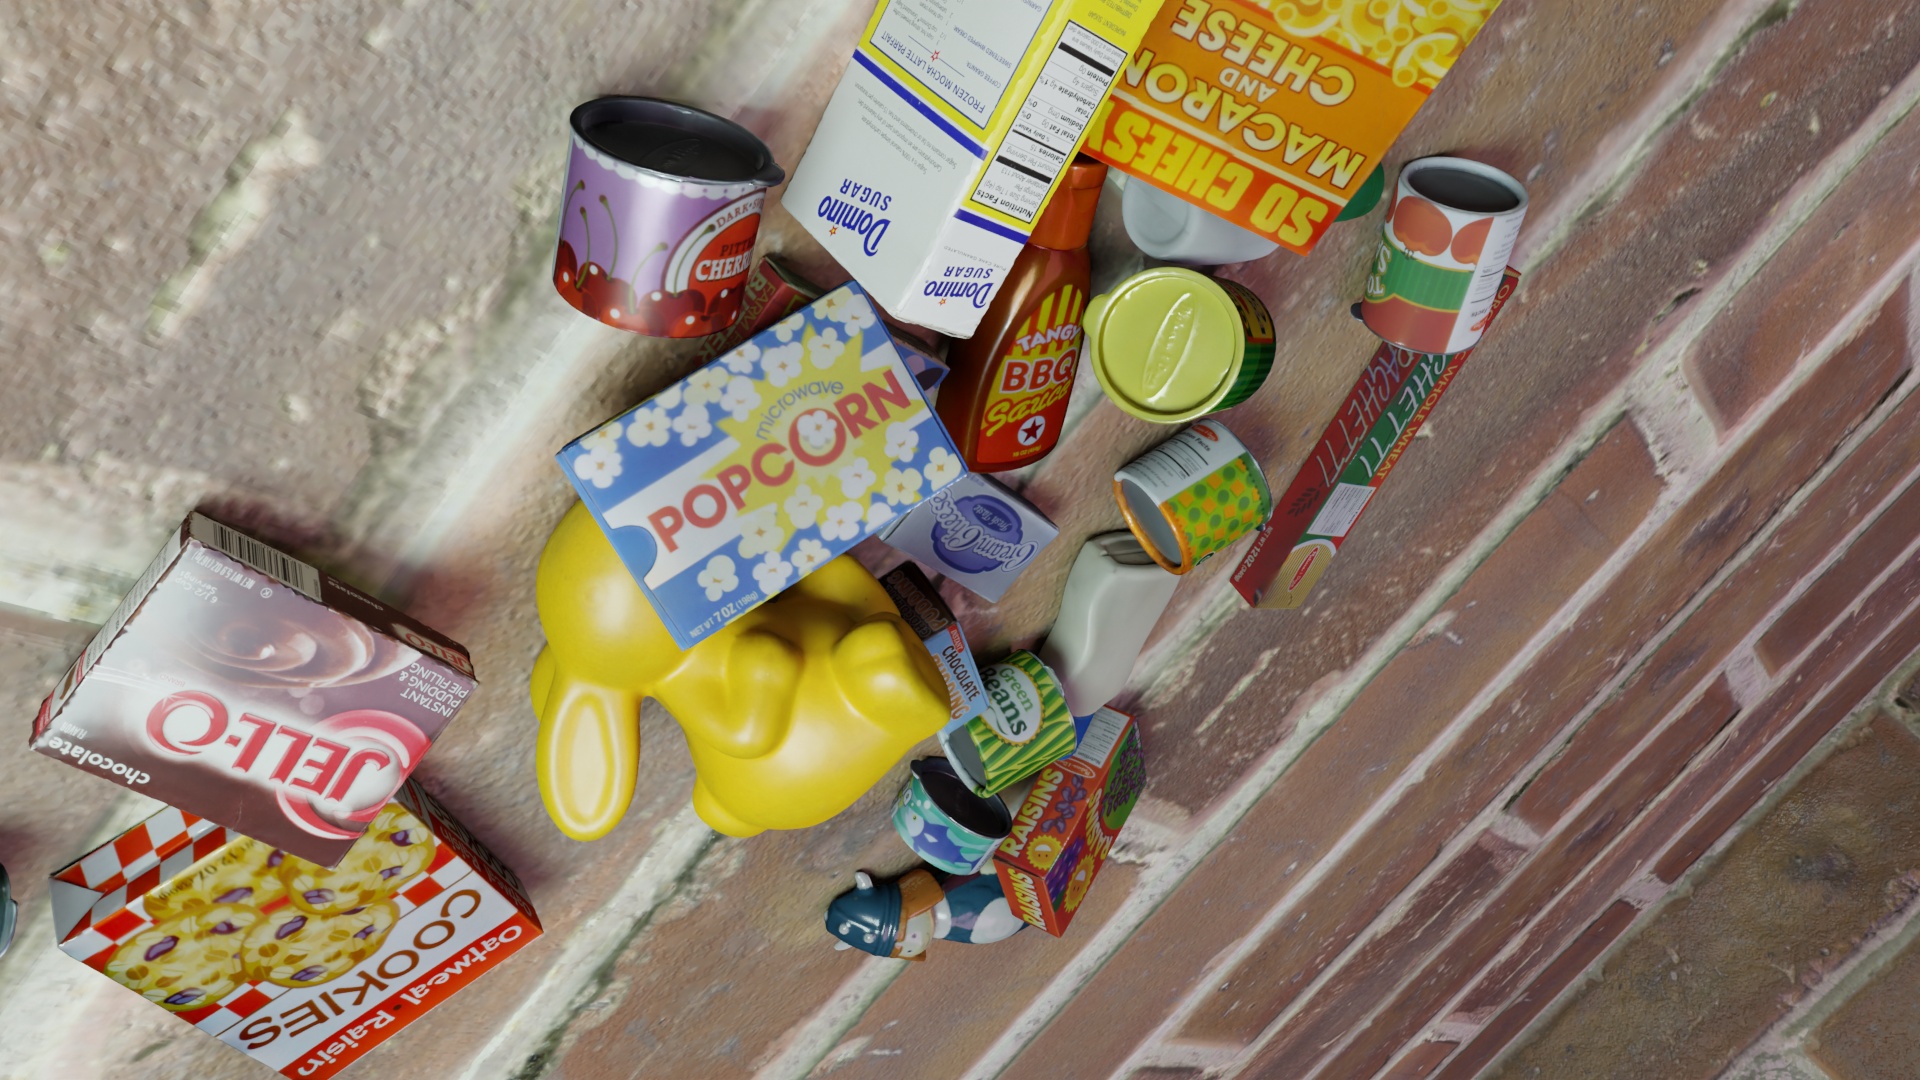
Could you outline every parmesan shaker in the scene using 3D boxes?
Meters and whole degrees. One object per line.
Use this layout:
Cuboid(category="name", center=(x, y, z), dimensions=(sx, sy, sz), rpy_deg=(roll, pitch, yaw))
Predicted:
Cuboid(category="parmesan shaker", center=(0.102, -0.091, 0.634), dimensions=(0.071, 0.071, 0.103), rpy_deg=(-57, 168, 18))

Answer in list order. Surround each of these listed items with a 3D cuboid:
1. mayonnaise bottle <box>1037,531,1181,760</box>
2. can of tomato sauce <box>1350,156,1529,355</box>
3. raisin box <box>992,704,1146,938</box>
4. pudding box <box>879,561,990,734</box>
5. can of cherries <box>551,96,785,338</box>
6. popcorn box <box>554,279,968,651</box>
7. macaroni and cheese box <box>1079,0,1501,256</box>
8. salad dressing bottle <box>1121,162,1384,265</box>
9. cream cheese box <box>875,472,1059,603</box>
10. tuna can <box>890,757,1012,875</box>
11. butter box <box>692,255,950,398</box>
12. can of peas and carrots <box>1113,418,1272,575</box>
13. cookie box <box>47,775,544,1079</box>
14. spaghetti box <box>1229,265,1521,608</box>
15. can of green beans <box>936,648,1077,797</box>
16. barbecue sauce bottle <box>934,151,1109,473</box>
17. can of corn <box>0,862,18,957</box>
Cuboid(category="mayonnaise bottle", center=(0.076, 0.064, 0.808), dimensions=(0.065, 0.041, 0.147), rpy_deg=(-5, 130, -36))
Cuboid(category="can of tomato sauce", center=(0.252, -0.151, 0.734), dimensions=(0.071, 0.071, 0.082), rpy_deg=(-20, 137, -26))
Cuboid(category="raisin box", center=(0.070, 0.173, 0.869), dimensions=(0.124, 0.040, 0.085), rpy_deg=(-55, 151, -29))
Cuboid(category="pudding box", center=(-0.015, 0.056, 0.714), dimensions=(0.030, 0.050, 0.083), rpy_deg=(-31, 141, -10))
Cuboid(category="can of cherries", center=(-0.099, -0.108, 0.467), dimensions=(0.072, 0.072, 0.058), rpy_deg=(-8, 131, -36))
Cuboid(category="popcorn box", center=(-0.072, -0.030, 0.516), dimensions=(0.127, 0.038, 0.085), rpy_deg=(-33, 103, -10))
Cuboid(category="macaroni and cheese box", center=(0.120, -0.198, 0.506), dimensions=(0.124, 0.040, 0.165), rpy_deg=(23, 138, -9))
Cuboid(category="salad dressing bottle", center=(0.138, -0.159, 0.635), dimensions=(0.148, 0.064, 0.043), rpy_deg=(-18, 145, -39))
Cuboid(category="cream cheese box", center=(0.002, -0.009, 0.687), dimensions=(0.053, 0.024, 0.103), rpy_deg=(-48, 142, 8))
Cuboid(category="tuna can", center=(-0.008, 0.159, 0.809), dimensions=(0.071, 0.071, 0.032), rpy_deg=(15, 116, -47))
Cuboid(category="butter box", center=(-0.056, -0.073, 0.576), dimensions=(0.103, 0.024, 0.053), rpy_deg=(21, 111, -49))
Cuboid(category="can of peas and carrots", center=(0.124, -0.021, 0.745), dimensions=(0.059, 0.071, 0.070), rpy_deg=(-31, 141, -12))
Cuboid(category="cookie box", center=(-0.275, 0.159, 0.598), dimensions=(0.123, 0.040, 0.166), rpy_deg=(-33, 140, -12))
Cuboid(category="spaghetti box", center=(0.248, -0.063, 0.842), dimensions=(0.050, 0.029, 0.249), rpy_deg=(4, 124, -43))
Cuboid(category="can of green beans", center=(0.023, 0.102, 0.778), dimensions=(0.058, 0.071, 0.071), rpy_deg=(-24, 139, -20))
Cuboid(category="barbecue sauce bottle", center=(0.029, -0.102, 0.605), dimensions=(0.065, 0.044, 0.147), rpy_deg=(-17, 136, -35))
Cuboid(category="can of corn", center=(-0.370, 0.135, 0.470), dimensions=(0.071, 0.071, 0.058), rpy_deg=(-47, 141, 7))
